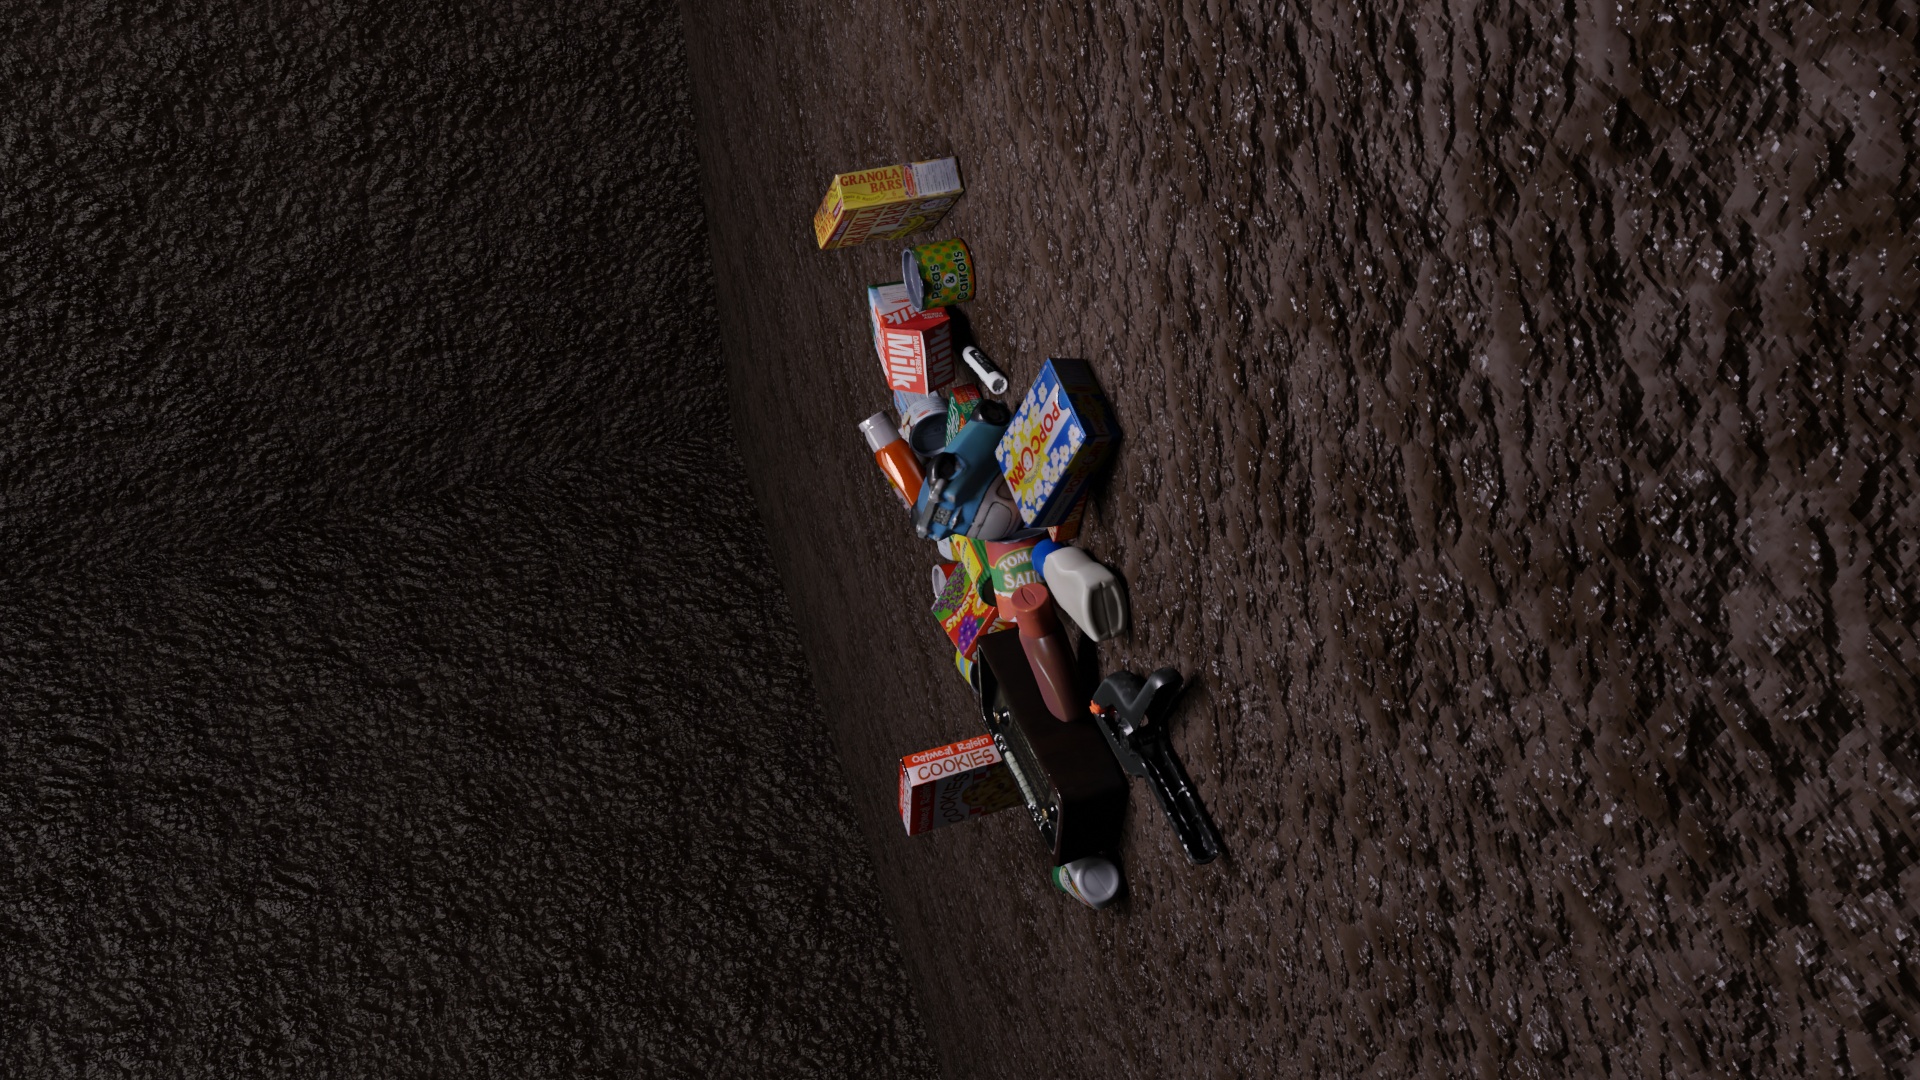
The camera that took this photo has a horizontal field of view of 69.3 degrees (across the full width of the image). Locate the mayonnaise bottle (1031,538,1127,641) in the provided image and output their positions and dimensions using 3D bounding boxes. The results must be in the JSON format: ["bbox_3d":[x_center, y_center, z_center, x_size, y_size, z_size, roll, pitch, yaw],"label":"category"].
[{"bbox_3d":[0.104,0.037,1.247,0.148,0.041,0.064,-131,27,-66],"label":"mayonnaise bottle"}]

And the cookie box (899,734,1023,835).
[{"bbox_3d":[0.016,0.266,1.552,0.122,0.168,0.040,95,158,-52],"label":"cookie box"}]

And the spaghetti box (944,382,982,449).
[{"bbox_3d":[0.002,-0.081,1.568,0.248,0.029,0.050,97,154,-57],"label":"spaghetti box"}]

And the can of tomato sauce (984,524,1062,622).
[{"bbox_3d":[0.063,0.031,1.348,0.071,0.071,0.083,-148,45,-71],"label":"can of tomato sauce"}]

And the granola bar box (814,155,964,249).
[{"bbox_3d":[-0.077,-0.343,1.423,0.165,0.124,0.039,173,85,-77],"label":"granola bar box"}]

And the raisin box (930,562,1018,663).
[{"bbox_3d":[0.020,0.075,1.537,0.086,0.040,0.124,-58,27,10],"label":"raisin box"}]

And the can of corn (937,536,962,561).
[{"bbox_3d":[0.005,-0.019,1.535,0.071,0.071,0.058,-121,16,-51],"label":"can of corn"}]

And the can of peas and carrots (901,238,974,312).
[{"bbox_3d":[-0.022,-0.270,1.413,0.071,0.059,0.071,167,89,-76],"label":"can of peas and carrots"}]

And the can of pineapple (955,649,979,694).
[{"bbox_3d":[0.033,0.138,1.576,0.058,0.071,0.070,-139,37,-68],"label":"can of pineapple"}]

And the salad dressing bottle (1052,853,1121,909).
[{"bbox_3d":[0.127,0.350,1.443,0.064,0.044,0.147,53,167,5],"label":"salad dressing bottle"}]

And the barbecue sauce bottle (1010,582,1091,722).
[{"bbox_3d":[0.083,0.103,1.309,0.065,0.044,0.148,58,173,50],"label":"barbecue sauce bottle"}]

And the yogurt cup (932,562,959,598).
[{"bbox_3d":[0.002,0.056,1.648,0.072,0.054,0.072,168,89,-76],"label":"yogurt cup"}]

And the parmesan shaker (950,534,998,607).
[{"bbox_3d":[0.033,0.010,1.448,0.071,0.071,0.103,91,160,-46],"label":"parmesan shaker"}]

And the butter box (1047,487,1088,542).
[{"bbox_3d":[0.092,-0.048,1.245,0.103,0.024,0.053,97,156,-55],"label":"butter box"}]

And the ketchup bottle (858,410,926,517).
[{"bbox_3d":[-0.063,-0.078,1.592,0.148,0.043,0.064,60,177,-2],"label":"ketchup bottle"}]

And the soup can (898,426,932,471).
[{"bbox_3d":[-0.044,-0.091,1.673,0.084,0.071,0.071,-119,21,-46],"label":"soup can"}]

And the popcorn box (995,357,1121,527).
[{"bbox_3d":[0.079,-0.080,1.165,0.126,0.038,0.085,-60,42,47],"label":"popcorn box"}]

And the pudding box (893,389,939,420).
[{"bbox_3d":[-0.044,-0.150,1.642,0.030,0.050,0.084,89,162,-46],"label":"pudding box"}]

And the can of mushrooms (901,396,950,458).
[{"bbox_3d":[-0.031,-0.128,1.576,0.070,0.071,0.033,91,161,-46],"label":"can of mushrooms"}]

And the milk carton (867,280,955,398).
[{"bbox_3d":[-0.051,-0.219,1.498,0.191,0.073,0.072,-111,14,-61],"label":"milk carton"}]
